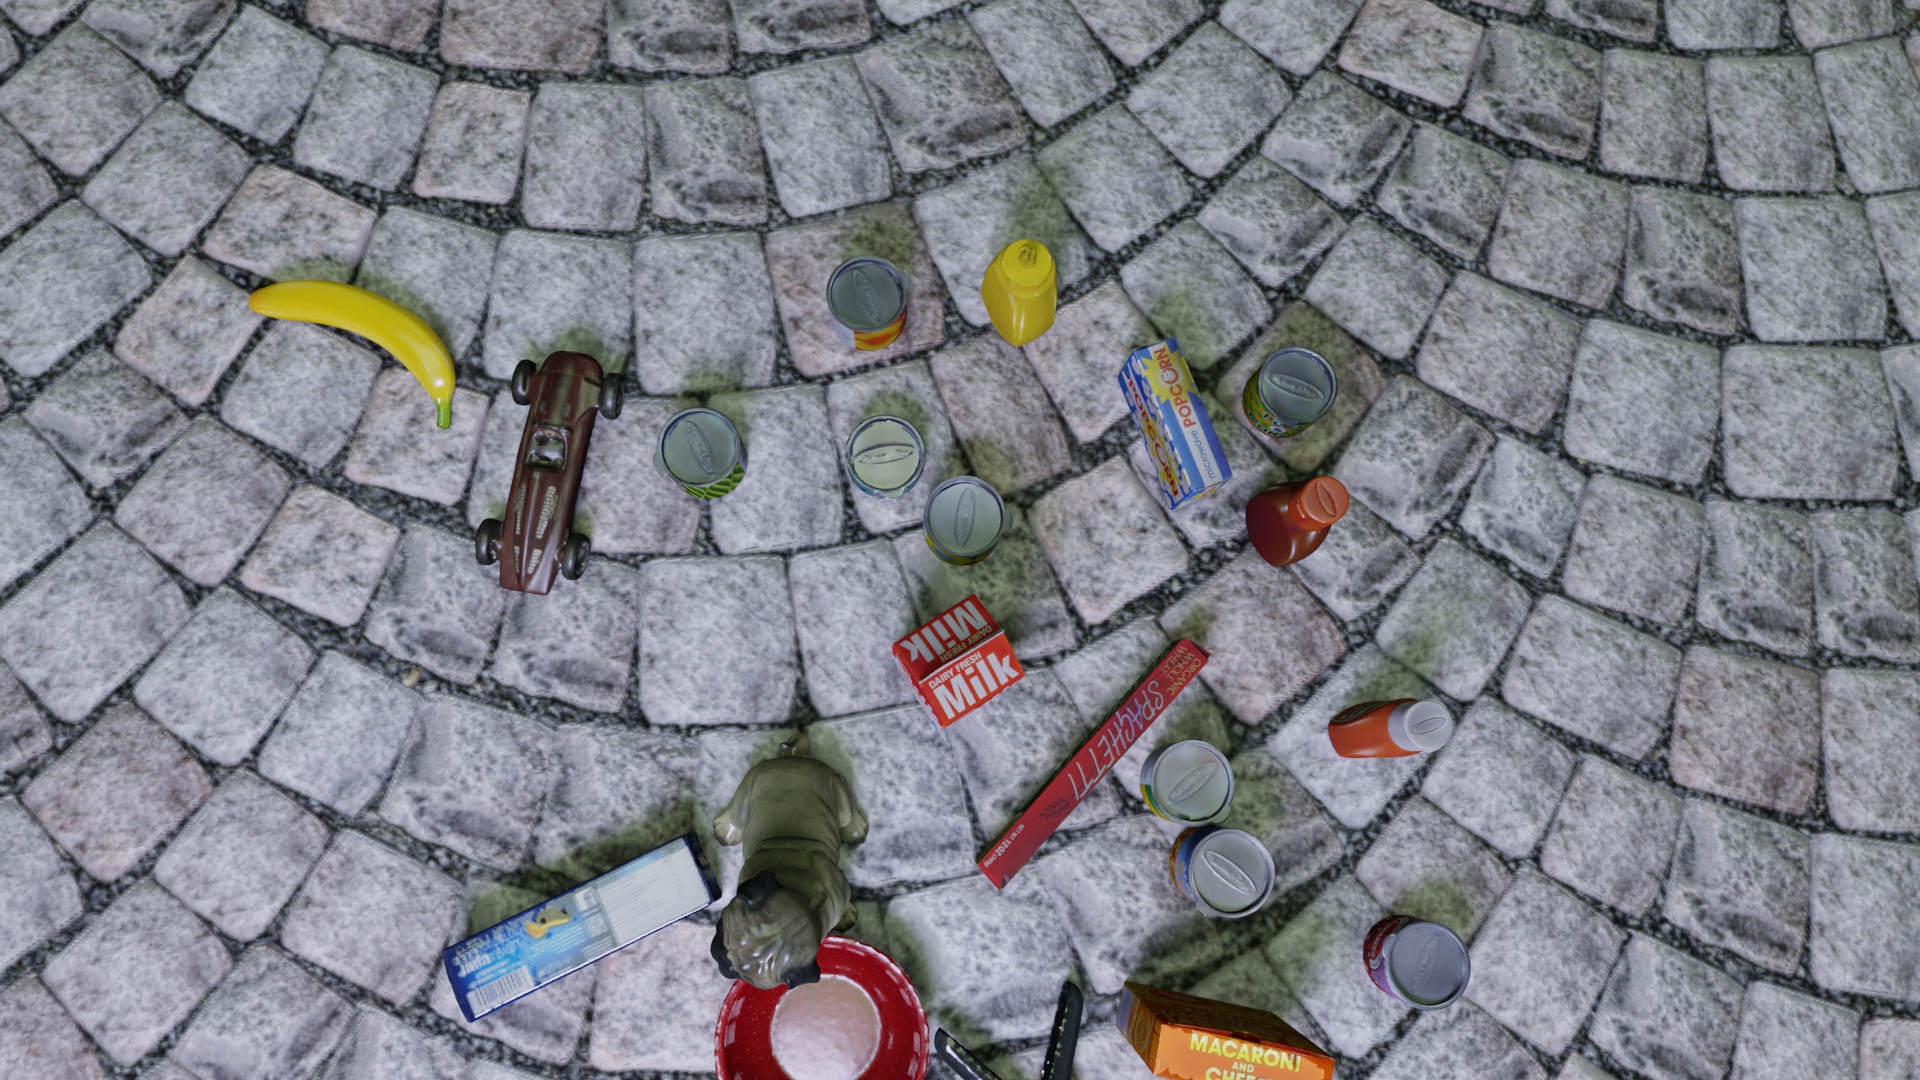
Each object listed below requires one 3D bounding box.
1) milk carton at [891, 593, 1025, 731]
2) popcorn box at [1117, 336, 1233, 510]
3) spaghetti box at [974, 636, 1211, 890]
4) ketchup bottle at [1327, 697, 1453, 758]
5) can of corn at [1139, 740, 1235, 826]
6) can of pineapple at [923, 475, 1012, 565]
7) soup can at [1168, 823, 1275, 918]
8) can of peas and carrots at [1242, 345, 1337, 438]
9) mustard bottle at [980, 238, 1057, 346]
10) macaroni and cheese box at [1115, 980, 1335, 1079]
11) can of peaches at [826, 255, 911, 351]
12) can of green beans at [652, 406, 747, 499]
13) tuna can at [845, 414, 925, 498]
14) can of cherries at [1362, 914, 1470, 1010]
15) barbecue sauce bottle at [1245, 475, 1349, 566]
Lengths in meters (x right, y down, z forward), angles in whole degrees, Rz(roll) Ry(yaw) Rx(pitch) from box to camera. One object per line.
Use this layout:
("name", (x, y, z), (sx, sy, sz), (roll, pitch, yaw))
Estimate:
("milk carton", (-0.004, 0.094, 1.048), (0.072, 0.190, 0.073), (-32, 84, -7))
("popcorn box", (0.175, -0.094, 1.141), (0.038, 0.085, 0.127), (-20, 82, -5))
("spaghetti box", (0.106, 0.175, 1.110), (0.029, 0.050, 0.250), (43, 81, 4))
("ketchup bottle", (0.336, 0.145, 1.076), (0.065, 0.148, 0.043), (-19, 82, -5))
("can of corn", (0.181, 0.195, 1.106), (0.071, 0.058, 0.071), (0, 81, -3))
("can of pineapple", (0.004, -0.014, 1.133), (0.071, 0.057, 0.071), (0, 81, -3))
("soup can", (0.200, 0.258, 1.084), (0.071, 0.083, 0.071), (0, 81, -2))
("can of peas and carrots", (0.274, -0.121, 1.163), (0.071, 0.058, 0.071), (0, 81, -2))
("mustard bottle", (0.050, -0.206, 1.116), (0.049, 0.160, 0.065), (-32, 84, -7))
("macaroni and cheese box", (0.189, 0.368, 1.023), (0.124, 0.166, 0.040), (12, 81, -1))
("can of peaches", (-0.075, -0.198, 1.160), (0.071, 0.058, 0.071), (0, 81, -3))
("can of green beans", (-0.210, -0.070, 1.133), (0.071, 0.057, 0.071), (0, 81, -3))
("tuna can", (-0.062, -0.066, 1.152), (0.071, 0.032, 0.071), (0, 81, -3))
("can of cherries", (0.355, 0.329, 1.092), (0.071, 0.058, 0.071), (0, 81, -3))
("barbecue sauce bottle", (0.267, -0.019, 1.100), (0.044, 0.148, 0.065), (-22, 83, -6))
